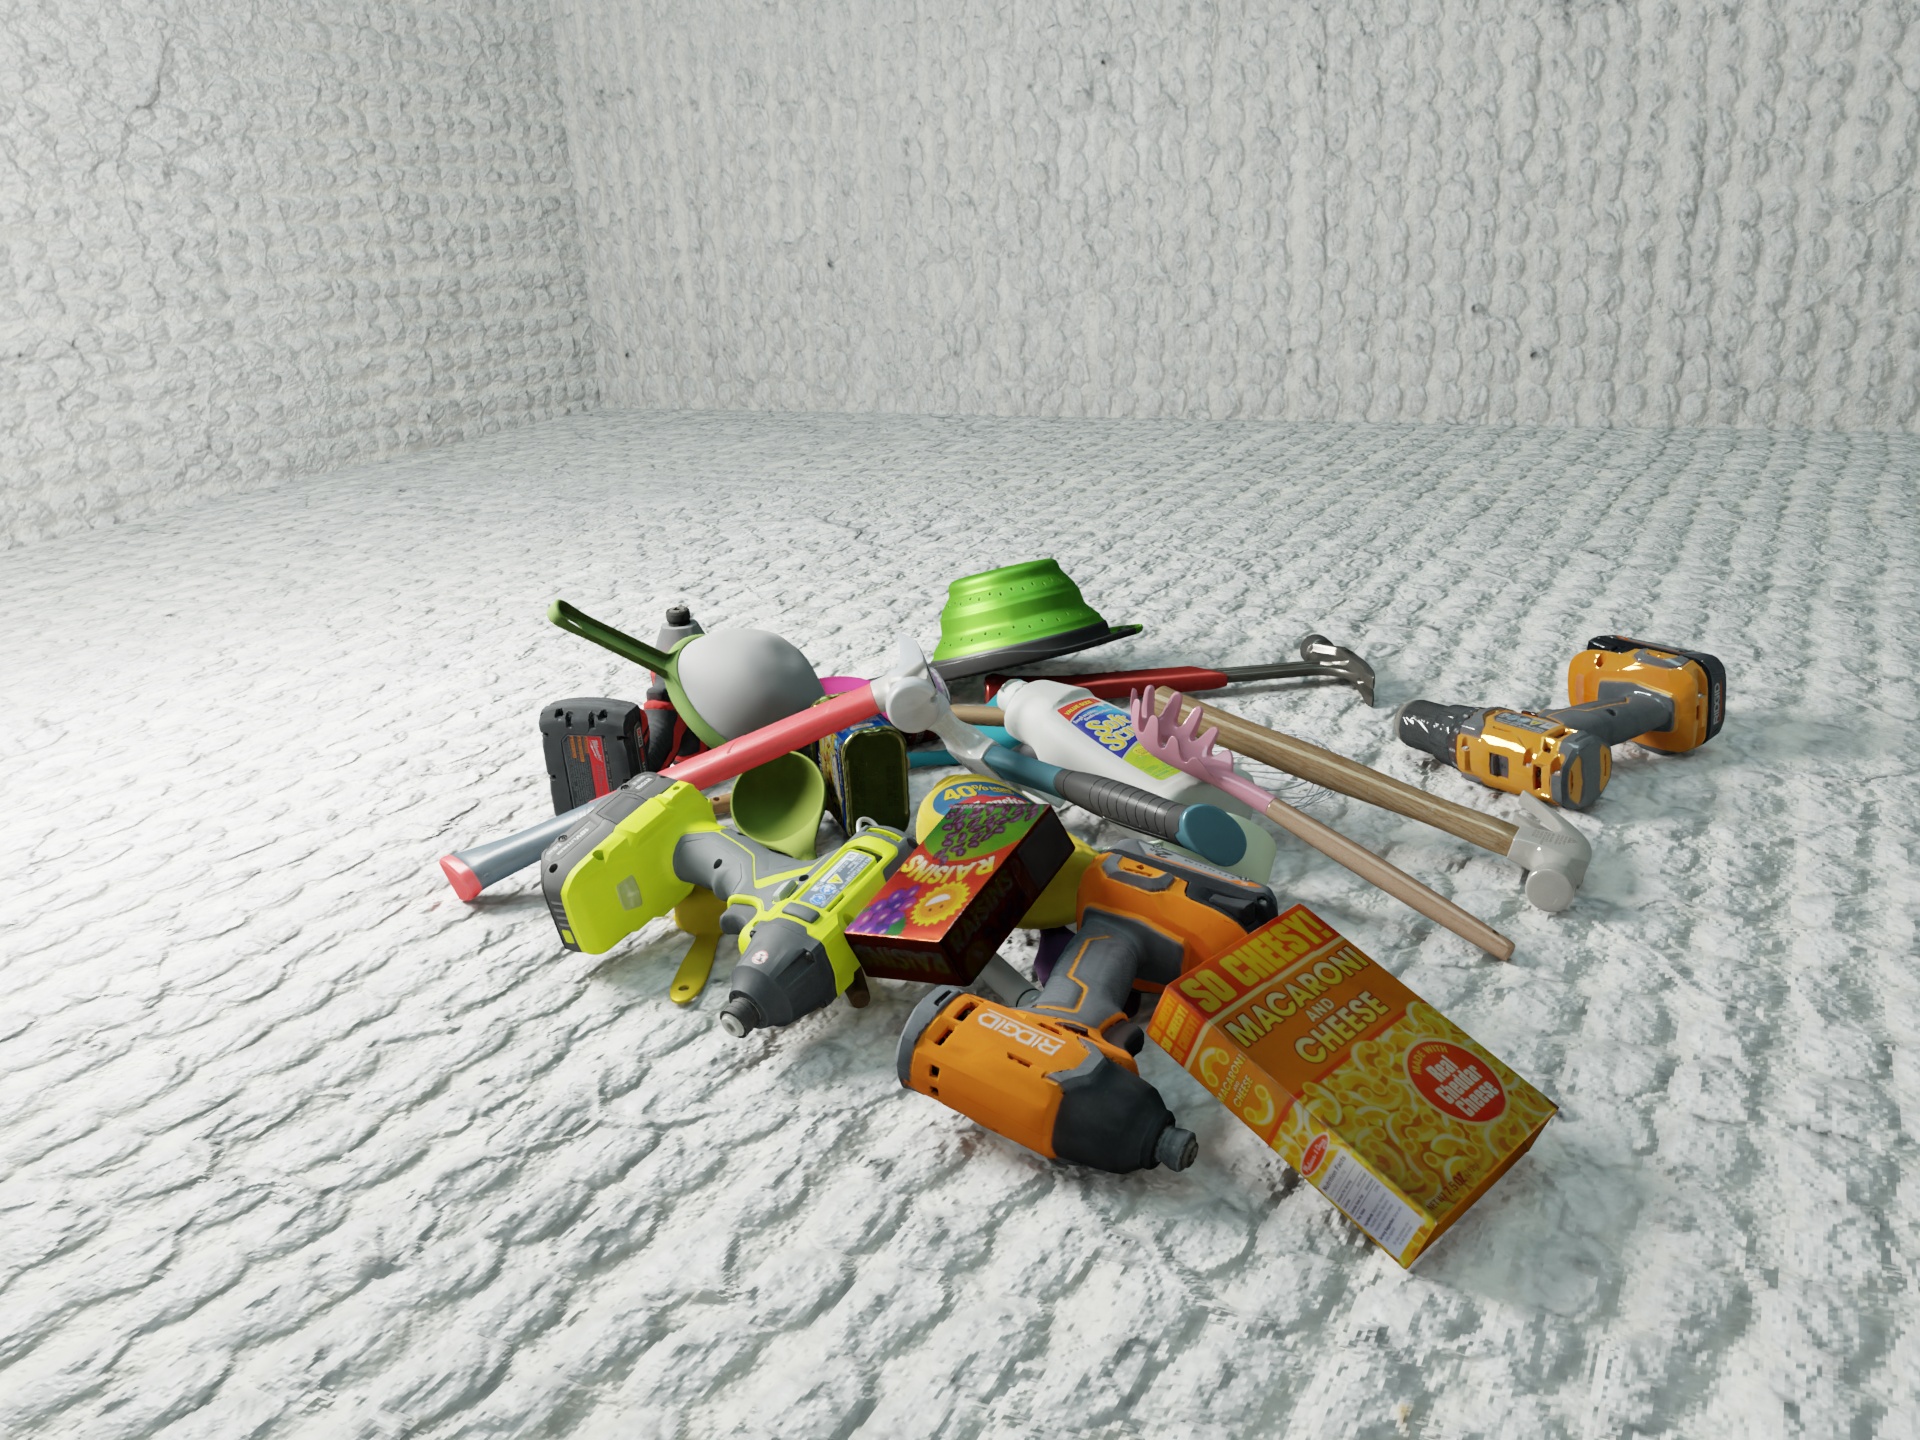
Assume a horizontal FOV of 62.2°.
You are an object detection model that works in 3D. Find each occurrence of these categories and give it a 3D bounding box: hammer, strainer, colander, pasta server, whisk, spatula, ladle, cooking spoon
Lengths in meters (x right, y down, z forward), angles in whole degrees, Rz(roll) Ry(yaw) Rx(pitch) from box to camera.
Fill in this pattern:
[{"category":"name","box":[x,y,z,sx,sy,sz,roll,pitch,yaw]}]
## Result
[{"category":"hammer","box":[0.290,0.044,1.158,0.331,0.031,0.130,23,24,22]},{"category":"strainer","box":[-0.010,0.137,1.044,0.086,0.050,0.259,0,21,-32]},{"category":"colander","box":[-0.027,-0.084,1.539,0.397,0.094,0.204,-14,4,-12]},{"category":"strainer","box":[-0.202,-0.051,1.274,0.256,0.069,0.152,27,32,-31]},{"category":"pasta server","box":[0.236,0.066,1.079,0.316,0.040,0.060,34,27,33]},{"category":"whisk","box":[0.174,0.033,1.296,0.285,0.070,0.070,4,20,31]},{"category":"hammer","box":[-0.200,0.037,1.178,0.386,0.038,0.143,-23,20,2]},{"category":"hammer","box":[0.081,0.047,1.098,0.033,0.128,0.331,-52,27,-11]},{"category":"spatula","box":[0.056,0.127,1.091,0.059,0.018,0.316,-6,21,-11]},{"category":"hammer","box":[0.203,-0.035,1.507,0.359,0.036,0.149,-5,19,-5]},{"category":"spatula","box":[-0.070,0.030,1.353,0.317,0.044,0.082,-13,33,-23]},{"category":"ladle","box":[-0.108,0.107,1.124,0.078,0.062,0.320,-32,26,-2]},{"category":"cooking spoon","box":[-0.002,-0.004,1.363,0.319,0.017,0.069,3,52,10]}]

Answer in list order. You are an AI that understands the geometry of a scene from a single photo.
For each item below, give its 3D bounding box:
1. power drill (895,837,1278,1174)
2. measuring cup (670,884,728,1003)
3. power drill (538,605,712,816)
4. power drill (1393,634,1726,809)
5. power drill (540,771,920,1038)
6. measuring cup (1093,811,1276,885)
[{"category":"power drill","box":[0.093,0.162,0.886,0.164,0.084,0.226,19,33,29]},{"category":"measuring cup","box":[-0.175,0.142,1.071,0.062,0.029,0.157,-3,19,3]},{"category":"power drill","box":[-0.261,-0.002,1.332,0.078,0.143,0.220,2,22,15]},{"category":"power drill","box":[0.489,-0.003,1.308,0.226,0.084,0.185,-20,23,-29]},{"category":"power drill","box":[-0.154,0.116,1.018,0.223,0.080,0.171,13,39,33]},{"category":"measuring cup","box":[0.138,0.103,1.107,0.167,0.083,0.038,-12,48,37]}]
